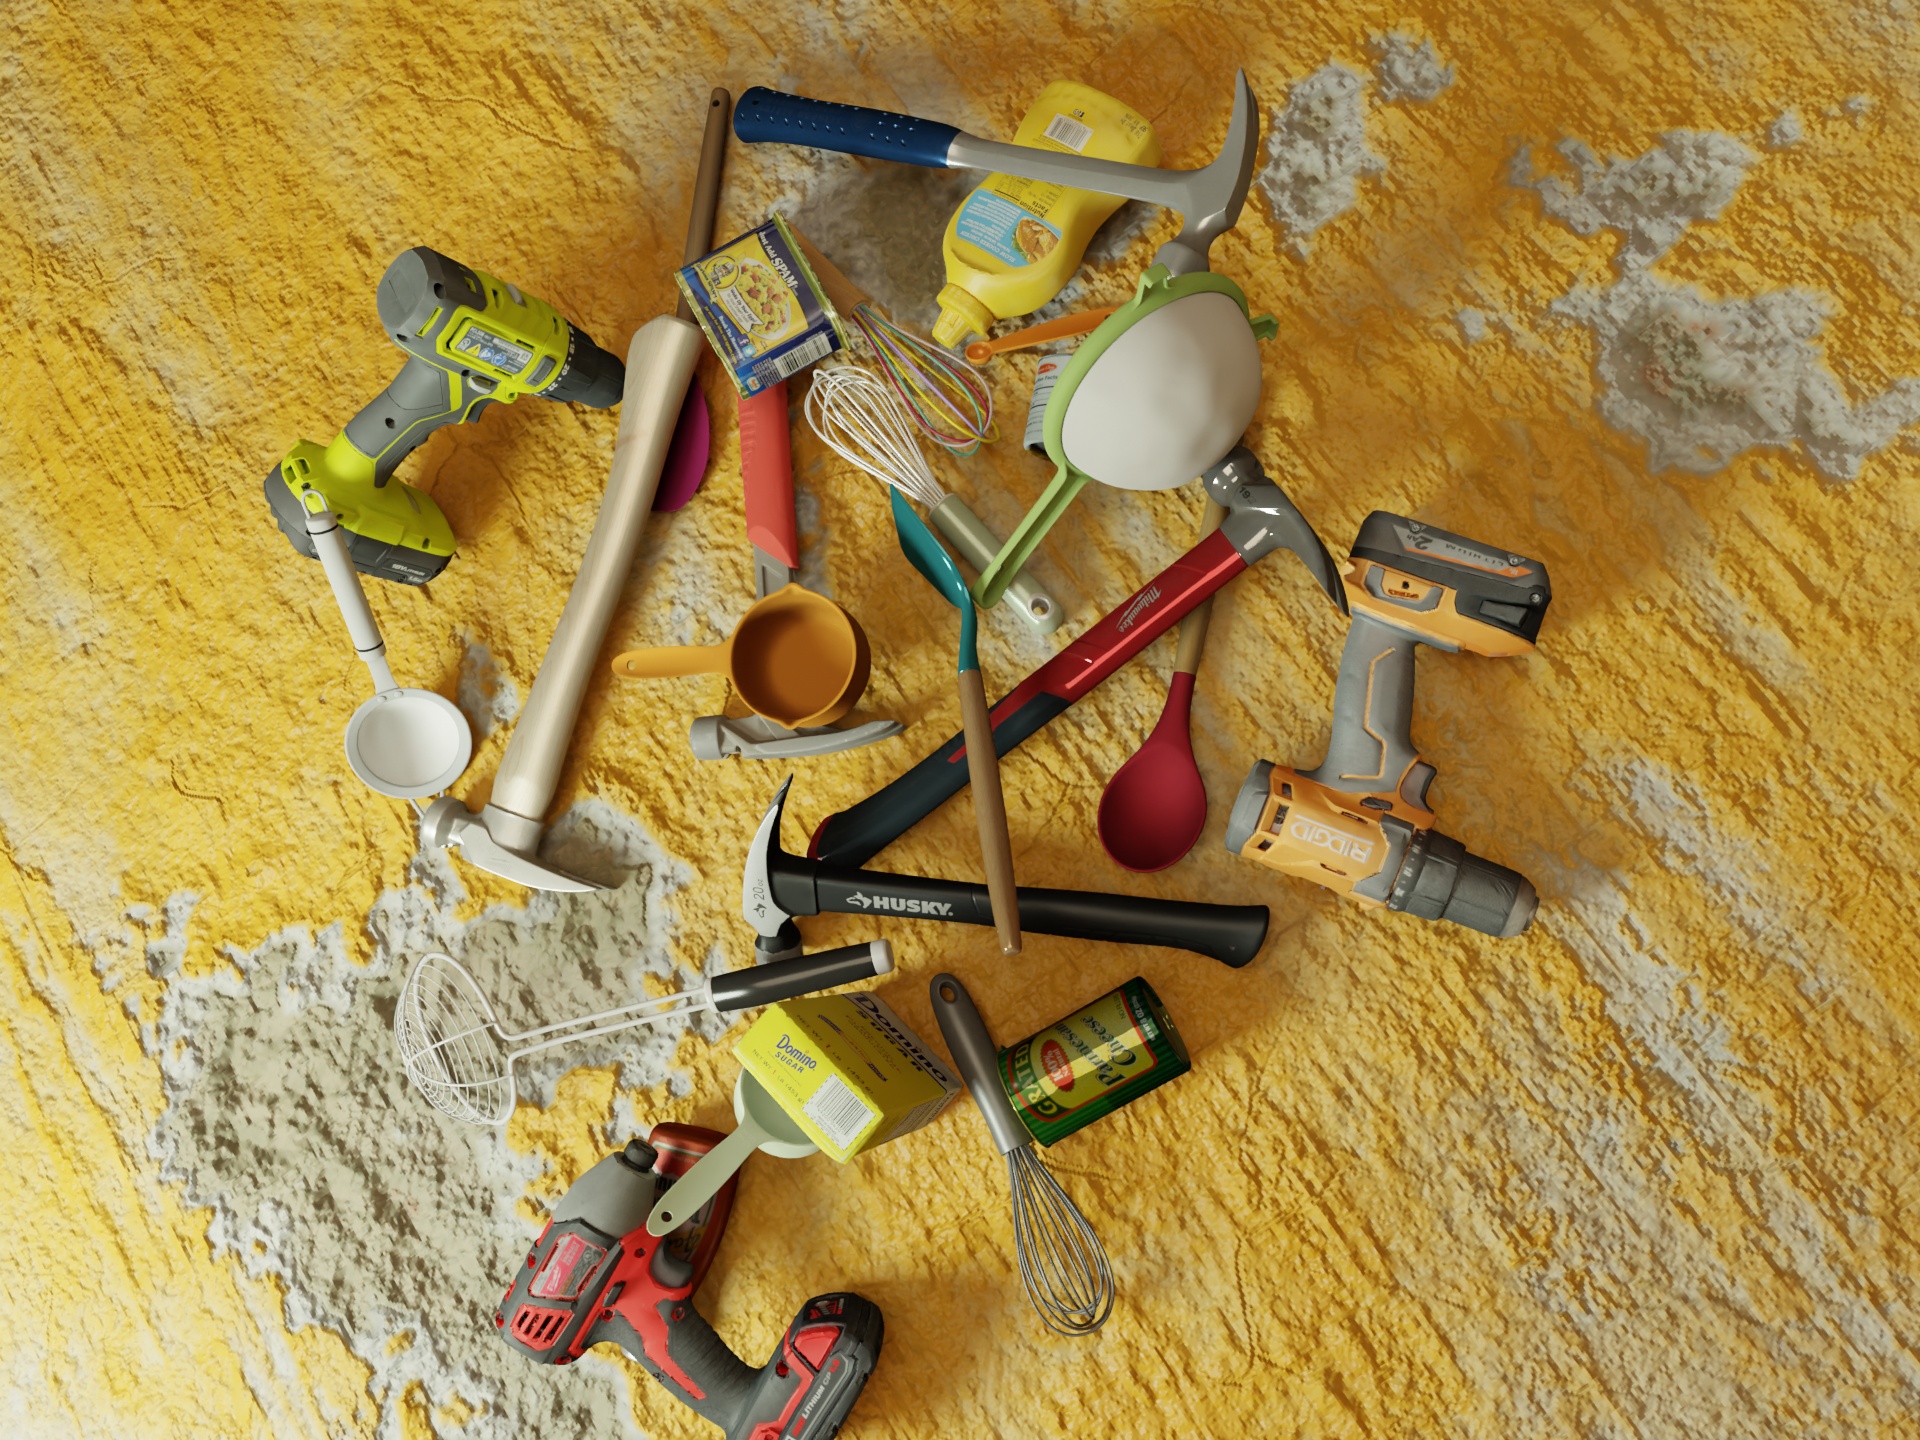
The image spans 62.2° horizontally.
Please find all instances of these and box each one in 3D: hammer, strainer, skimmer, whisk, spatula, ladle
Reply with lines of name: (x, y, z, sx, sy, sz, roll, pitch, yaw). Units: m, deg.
hammer: (-0.251, -0.083, 1.122, 0.146, 0.038, 0.410, 19, 90, 15)
strainer: (0.098, -0.150, 0.972, 0.256, 0.151, 0.069, -51, 61, 25)
strainer: (-0.408, -0.044, 1.114, 0.087, 0.050, 0.258, -16, 121, -11)
skimmer: (-0.215, 0.187, 1.065, 0.363, 0.090, 0.127, -14, 98, 9)
hammer: (0.010, -0.379, 1.049, 0.406, 0.035, 0.144, 23, 83, 32)
whisk: (-0.056, -0.270, 1.107, 0.047, 0.051, 0.245, -31, 67, -27)
whisk: (0.032, 0.270, 1.004, 0.055, 0.055, 0.239, -28, 72, 10)
hammer: (0.025, 0.113, 1.005, 0.335, 0.035, 0.146, 5, 124, 9)
spatula: (-0.002, -0.003, 0.990, 0.044, 0.082, 0.318, -9, 63, -1)
hammer: (0.060, -0.007, 1.004, 0.386, 0.038, 0.143, -39, 47, 14)
ladle: (0.148, -0.056, 1.026, 0.069, 0.031, 0.315, 11, 83, 19)
whisk: (-0.018, -0.149, 1.073, 0.058, 0.059, 0.246, -41, 80, -9)
hammer: (-0.124, -0.154, 1.107, 0.149, 0.036, 0.359, -7, 81, 14)

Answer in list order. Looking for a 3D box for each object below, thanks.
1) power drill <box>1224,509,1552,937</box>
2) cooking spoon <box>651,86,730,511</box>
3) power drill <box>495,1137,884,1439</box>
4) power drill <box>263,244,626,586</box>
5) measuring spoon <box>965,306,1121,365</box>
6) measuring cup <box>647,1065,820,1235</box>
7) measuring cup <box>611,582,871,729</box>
power drill: (0.282, 0.008, 0.956, 0.185, 0.084, 0.226, 22, 92, 15)
cooking spoon: (-0.196, -0.307, 1.157, 0.069, 0.017, 0.319, 6, 85, 16)
power drill: (-0.164, 0.367, 0.993, 0.219, 0.078, 0.143, 30, 88, 1)
power drill: (-0.357, -0.205, 1.115, 0.228, 0.190, 0.080, -45, 60, 18)
measuring spoon: (0.060, -0.259, 1.075, 0.117, 0.011, 0.021, -16, 51, -2)
measuring cup: (-0.137, 0.269, 1.005, 0.083, 0.038, 0.167, 42, 53, 10)
measuring cup: (-0.142, -0.037, 1.053, 0.173, 0.052, 0.095, -2, 83, 16)
